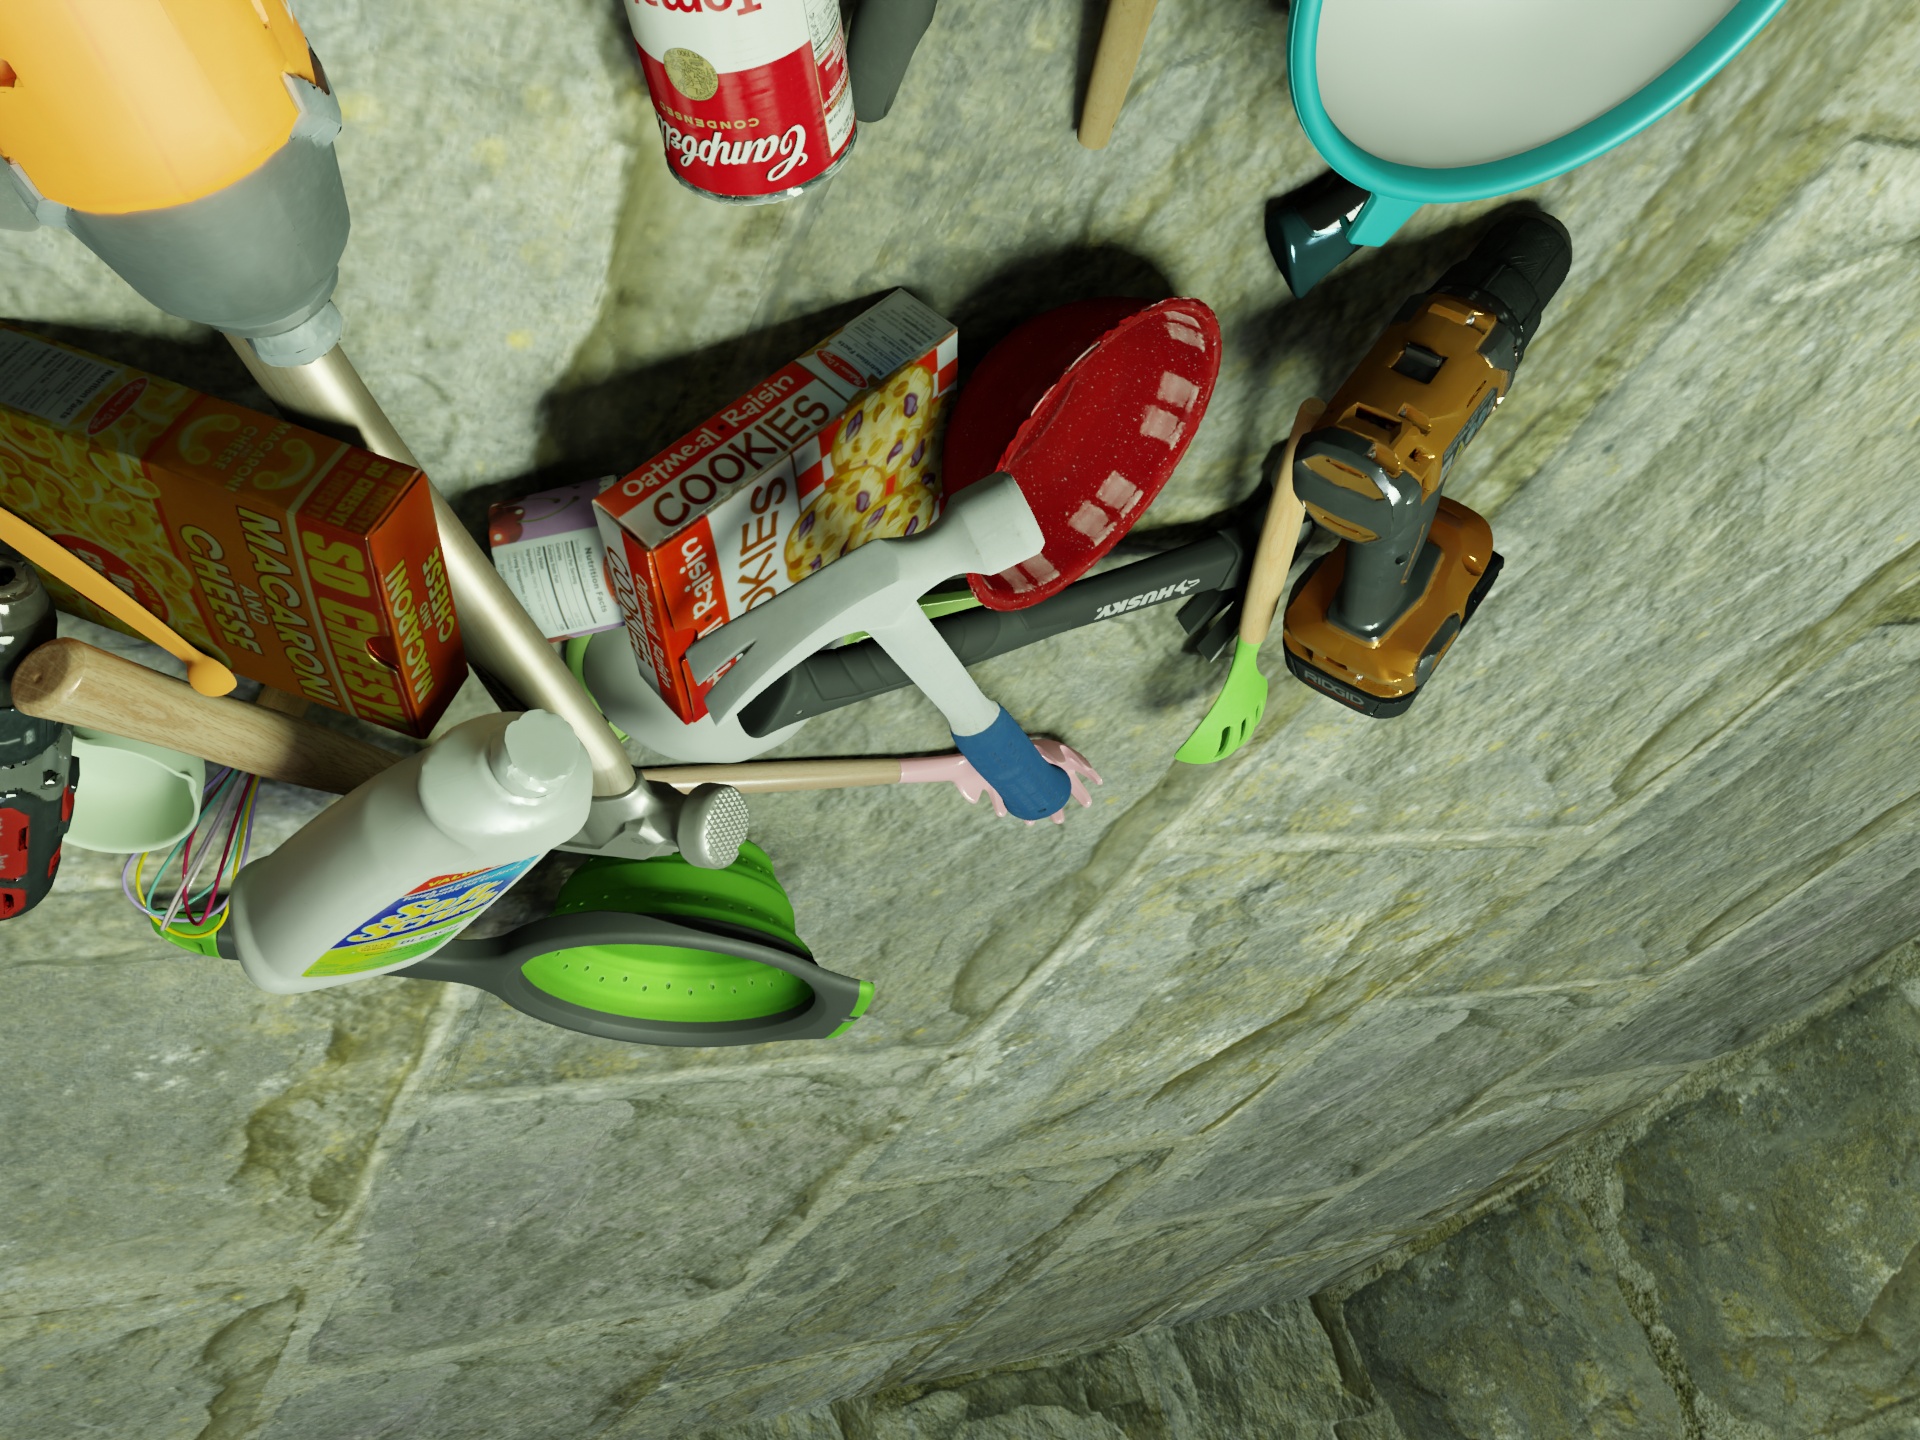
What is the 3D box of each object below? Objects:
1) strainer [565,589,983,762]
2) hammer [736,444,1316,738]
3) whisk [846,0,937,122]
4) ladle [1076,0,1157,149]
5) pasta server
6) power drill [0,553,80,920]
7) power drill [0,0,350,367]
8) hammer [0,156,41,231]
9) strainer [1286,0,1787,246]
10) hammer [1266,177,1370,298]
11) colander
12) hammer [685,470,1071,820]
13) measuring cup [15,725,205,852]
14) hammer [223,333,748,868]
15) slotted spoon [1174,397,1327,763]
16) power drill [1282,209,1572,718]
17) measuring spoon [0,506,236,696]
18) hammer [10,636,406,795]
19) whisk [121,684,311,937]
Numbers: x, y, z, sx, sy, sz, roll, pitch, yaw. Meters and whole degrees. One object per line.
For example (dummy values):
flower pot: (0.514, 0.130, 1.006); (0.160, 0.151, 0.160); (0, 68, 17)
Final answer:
strainer: (-0.069, -0.028, 0.820); (0.256, 0.069, 0.151); (-9, 147, -14)
hammer: (0.040, -0.051, 0.818); (0.334, 0.035, 0.146); (-19, 151, -27)
whisk: (0.009, -0.297, 0.462); (0.073, 0.073, 0.295); (-5, 151, -24)
ladle: (0.081, -0.275, 0.479); (0.062, 0.078, 0.320); (20, 161, 0)
pasta server: (-0.061, 0.037, 0.957); (0.316, 0.040, 0.060); (-2, 138, -26)
power drill: (-0.466, 0.002, 0.610); (0.226, 0.080, 0.187); (6, 135, -28)
power drill: (-0.190, -0.191, 0.341); (0.084, 0.227, 0.164); (-22, 149, -9)
hammer: (-0.385, -0.036, 0.537); (0.149, 0.037, 0.358); (2, 127, -23)
strainer: (0.248, -0.318, 0.530); (0.340, 0.095, 0.210); (-28, 151, 8)
hammer: (0.266, -0.287, 0.645); (0.331, 0.033, 0.128); (-34, 145, 22)
colander: (-0.248, 0.110, 0.928); (0.397, 0.095, 0.204); (9, 151, -14)
hammer: (-0.001, -0.002, 0.766); (0.144, 0.035, 0.405); (-26, 162, 5)
measuring cup: (-0.401, -0.005, 0.707); (0.083, 0.038, 0.167); (-14, 136, 3)
hammer: (-0.220, -0.080, 0.607); (0.146, 0.038, 0.410); (5, 141, 25)
slotted spoon: (0.162, -0.061, 0.866); (0.070, 0.031, 0.313); (-35, 154, -21)
power drill: (0.231, -0.124, 0.787); (0.185, 0.084, 0.226); (-51, 155, -18)
measuring spoon: (-0.326, -0.045, 0.599); (0.116, 0.011, 0.021); (42, 142, -25)
hammer: (-0.292, 0.022, 0.741); (0.130, 0.031, 0.331); (-30, 159, 10)
whisk: (-0.350, 0.032, 0.781); (0.051, 0.047, 0.245); (-9, 148, -52)
